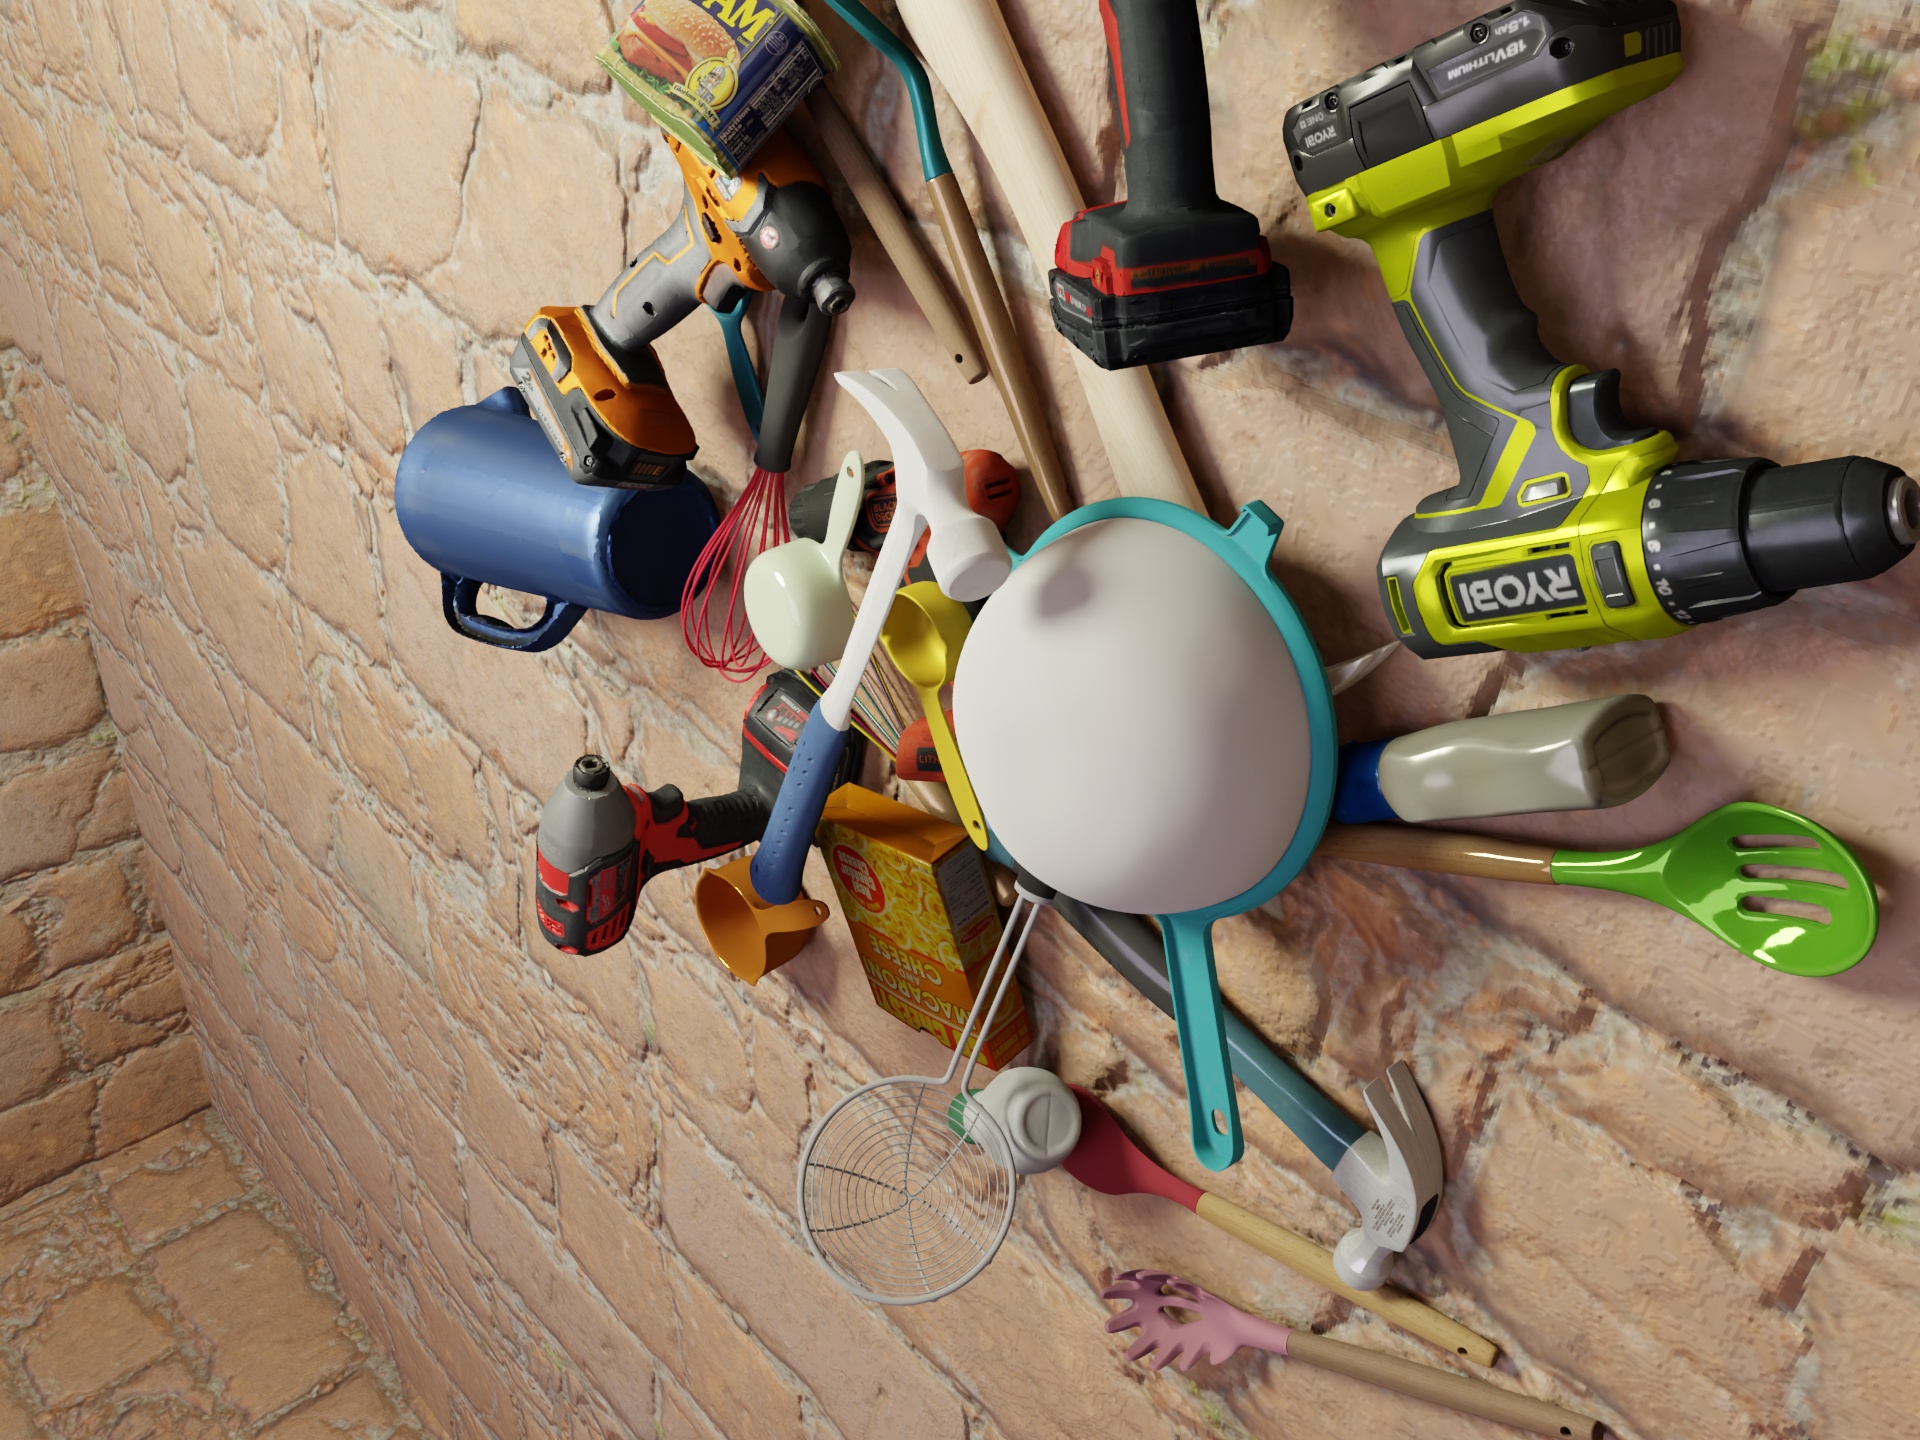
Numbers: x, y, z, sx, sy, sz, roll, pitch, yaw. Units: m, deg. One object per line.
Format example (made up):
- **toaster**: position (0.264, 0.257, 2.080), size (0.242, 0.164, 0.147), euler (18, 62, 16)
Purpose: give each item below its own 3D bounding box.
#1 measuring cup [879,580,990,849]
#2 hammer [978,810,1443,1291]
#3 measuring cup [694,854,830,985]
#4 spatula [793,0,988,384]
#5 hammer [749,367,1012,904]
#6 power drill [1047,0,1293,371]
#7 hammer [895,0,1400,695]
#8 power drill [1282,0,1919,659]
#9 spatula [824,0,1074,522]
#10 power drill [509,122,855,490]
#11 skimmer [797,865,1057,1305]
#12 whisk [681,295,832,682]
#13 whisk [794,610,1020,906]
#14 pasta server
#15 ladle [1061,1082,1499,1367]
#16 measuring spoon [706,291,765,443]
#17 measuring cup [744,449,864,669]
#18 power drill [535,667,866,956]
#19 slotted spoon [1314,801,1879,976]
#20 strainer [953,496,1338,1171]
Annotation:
- **measuring cup**: position (-0.001, -0.003, 0.863), size (0.062, 0.029, 0.156), euler (12, 125, 53)
- **hammer**: position (0.126, 0.157, 0.879), size (0.331, 0.033, 0.128), euler (42, 138, 27)
- **measuring cup**: position (-0.127, 0.137, 1.155), size (0.173, 0.052, 0.095), euler (-17, 96, 50)
- **spatula**: position (-0.067, -0.316, 0.864), size (0.059, 0.018, 0.316), euler (-39, 78, 47)
- **hammer**: position (-0.067, -0.016, 0.872), size (0.144, 0.035, 0.405), euler (67, 152, 27)
- **power drill**: position (0.068, -0.271, 0.641), size (0.188, 0.080, 0.226), euler (-109, 9, -66)
- **hammer**: position (0.072, -0.188, 0.755), size (0.146, 0.038, 0.410), euler (-20, 93, 51)
- **power drill**: position (0.222, -0.136, 0.574), size (0.190, 0.080, 0.228), euler (-7, 107, 51)
- **spatula**: position (-0.011, -0.247, 0.811), size (0.044, 0.082, 0.317), euler (-18, 101, 18)
- **power drill**: position (-0.155, -0.236, 0.915), size (0.226, 0.084, 0.164), euler (-45, 67, 30)
- **skimmer**: position (0.013, 0.156, 0.884), size (0.127, 0.090, 0.363), euler (25, 110, 12)
- **whisk**: position (-0.123, -0.145, 0.996), size (0.073, 0.073, 0.295), euler (41, 130, 28)
- **whisk**: position (-0.036, 0.012, 0.991), size (0.245, 0.047, 0.051), euler (52, 153, 10)
- **pasta server**: position (0.205, 0.359, 0.892), size (0.316, 0.040, 0.060), euler (-5, 94, 50)
- **ladle**: position (0.162, 0.290, 0.917), size (0.316, 0.031, 0.069), euler (18, 121, 42)
- **measuring spoon**: position (-0.132, -0.231, 0.995), size (0.042, 0.021, 0.128), euler (15, 130, 40)
- **measuring cup**: position (-0.087, -0.091, 0.904), size (0.083, 0.038, 0.167), euler (55, 149, 21)
- **power drill**: position (-0.171, 0.052, 1.021), size (0.079, 0.219, 0.143), euler (39, 136, 30)
- **slotted spoon**: position (0.239, 0.059, 0.698), size (0.314, 0.031, 0.070), euler (3, 112, 51)
- **strainer**: position (0.076, 0.068, 0.758), size (0.211, 0.095, 0.340), euler (-1, 103, 48)
